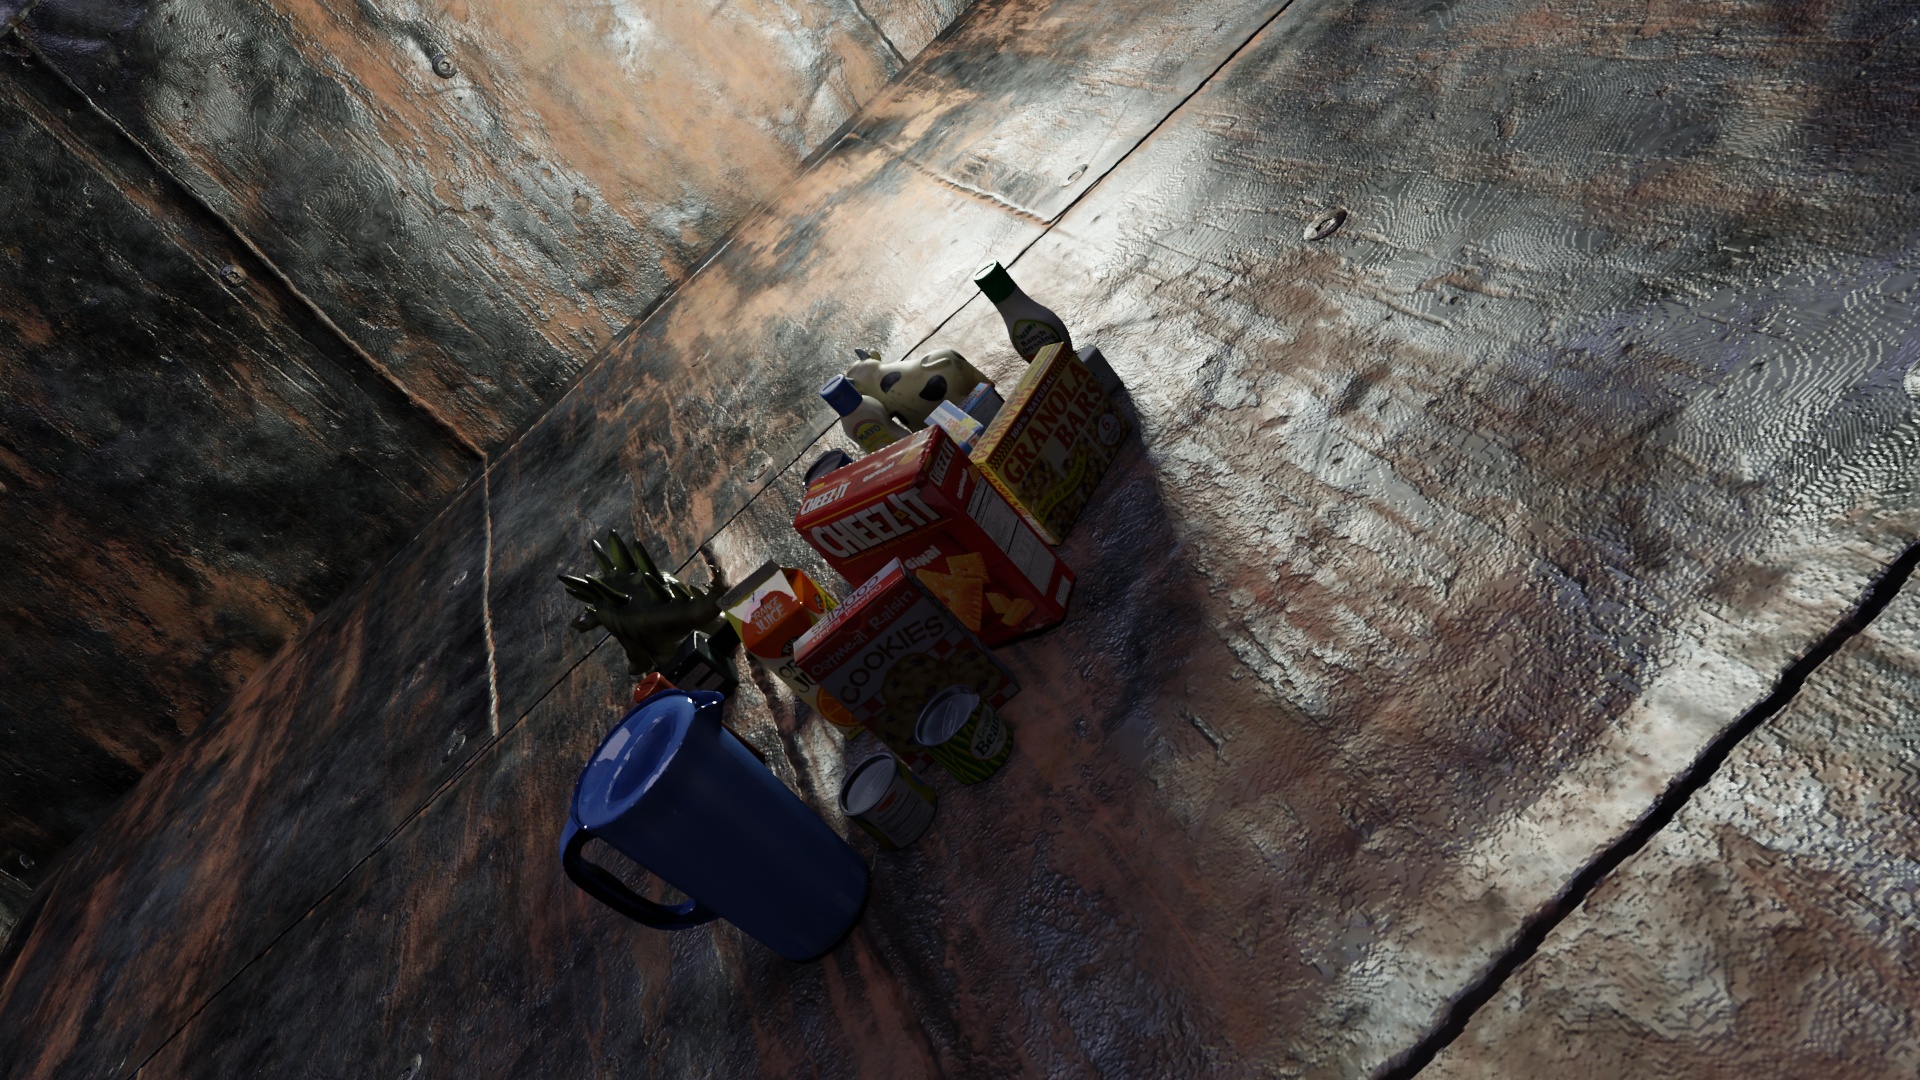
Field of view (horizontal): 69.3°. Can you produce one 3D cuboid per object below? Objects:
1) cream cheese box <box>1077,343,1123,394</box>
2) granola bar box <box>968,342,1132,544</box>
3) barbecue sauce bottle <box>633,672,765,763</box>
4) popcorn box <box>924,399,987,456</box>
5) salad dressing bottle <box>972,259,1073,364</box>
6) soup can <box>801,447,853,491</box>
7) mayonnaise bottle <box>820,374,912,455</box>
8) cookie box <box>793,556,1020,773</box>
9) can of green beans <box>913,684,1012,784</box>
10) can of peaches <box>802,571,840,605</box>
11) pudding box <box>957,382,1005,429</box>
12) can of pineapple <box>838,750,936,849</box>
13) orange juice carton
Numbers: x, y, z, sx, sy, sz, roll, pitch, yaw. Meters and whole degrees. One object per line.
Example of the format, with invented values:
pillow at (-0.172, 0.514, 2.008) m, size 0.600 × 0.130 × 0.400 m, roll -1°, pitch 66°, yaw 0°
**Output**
cream cheese box at (0.122, -0.158, 1.508) m, size 0.104 × 0.053 × 0.024 m, roll -44°, pitch 27°, yaw -1°
granola bar box at (0.090, -0.096, 1.385) m, size 0.039 × 0.124 × 0.166 m, roll -3°, pitch 47°, yaw 52°
barbecue sauce bottle at (-0.271, 0.194, 1.428) m, size 0.064 × 0.148 × 0.044 m, roll -14°, pitch 39°, yaw 44°
popcorn box at (0.017, -0.102, 1.534) m, size 0.038 × 0.085 × 0.127 m, roll -44°, pitch 27°, yaw -1°
salad dressing bottle at (0.072, -0.262, 1.618) m, size 0.064 × 0.147 × 0.044 m, roll -28°, pitch 31°, yaw 28°
soup can at (-0.141, -0.062, 1.689) m, size 0.071 × 0.083 × 0.072 m, roll -32°, pitch 29°, yaw 21°
mayonnaise bottle at (-0.109, -0.137, 1.682) m, size 0.064 × 0.147 × 0.041 m, roll -33°, pitch 29°, yaw 19°
cookie box at (-0.047, 0.112, 1.225) m, size 0.123 × 0.167 × 0.040 m, roll -40°, pitch 27°, yaw 6°
can of green beans at (0.003, 0.168, 1.200) m, size 0.071 × 0.057 × 0.071 m, roll -32°, pitch 29°, yaw 21°
can of peaches at (-0.176, 0.080, 1.562) m, size 0.071 × 0.058 × 0.071 m, roll -32°, pitch 29°, yaw 21°
pudding box at (0.017, -0.139, 1.625) m, size 0.084 × 0.049 × 0.030 m, roll -49°, pitch 27°, yaw -10°
can of pineapple at (-0.064, 0.225, 1.207) m, size 0.071 × 0.057 × 0.071 m, roll -32°, pitch 29°, yaw 21°
orange juice carton at (-0.146, 0.099, 1.349) m, size 0.071 × 0.192 × 0.073 m, roll -38°, pitch 28°, yaw 10°
